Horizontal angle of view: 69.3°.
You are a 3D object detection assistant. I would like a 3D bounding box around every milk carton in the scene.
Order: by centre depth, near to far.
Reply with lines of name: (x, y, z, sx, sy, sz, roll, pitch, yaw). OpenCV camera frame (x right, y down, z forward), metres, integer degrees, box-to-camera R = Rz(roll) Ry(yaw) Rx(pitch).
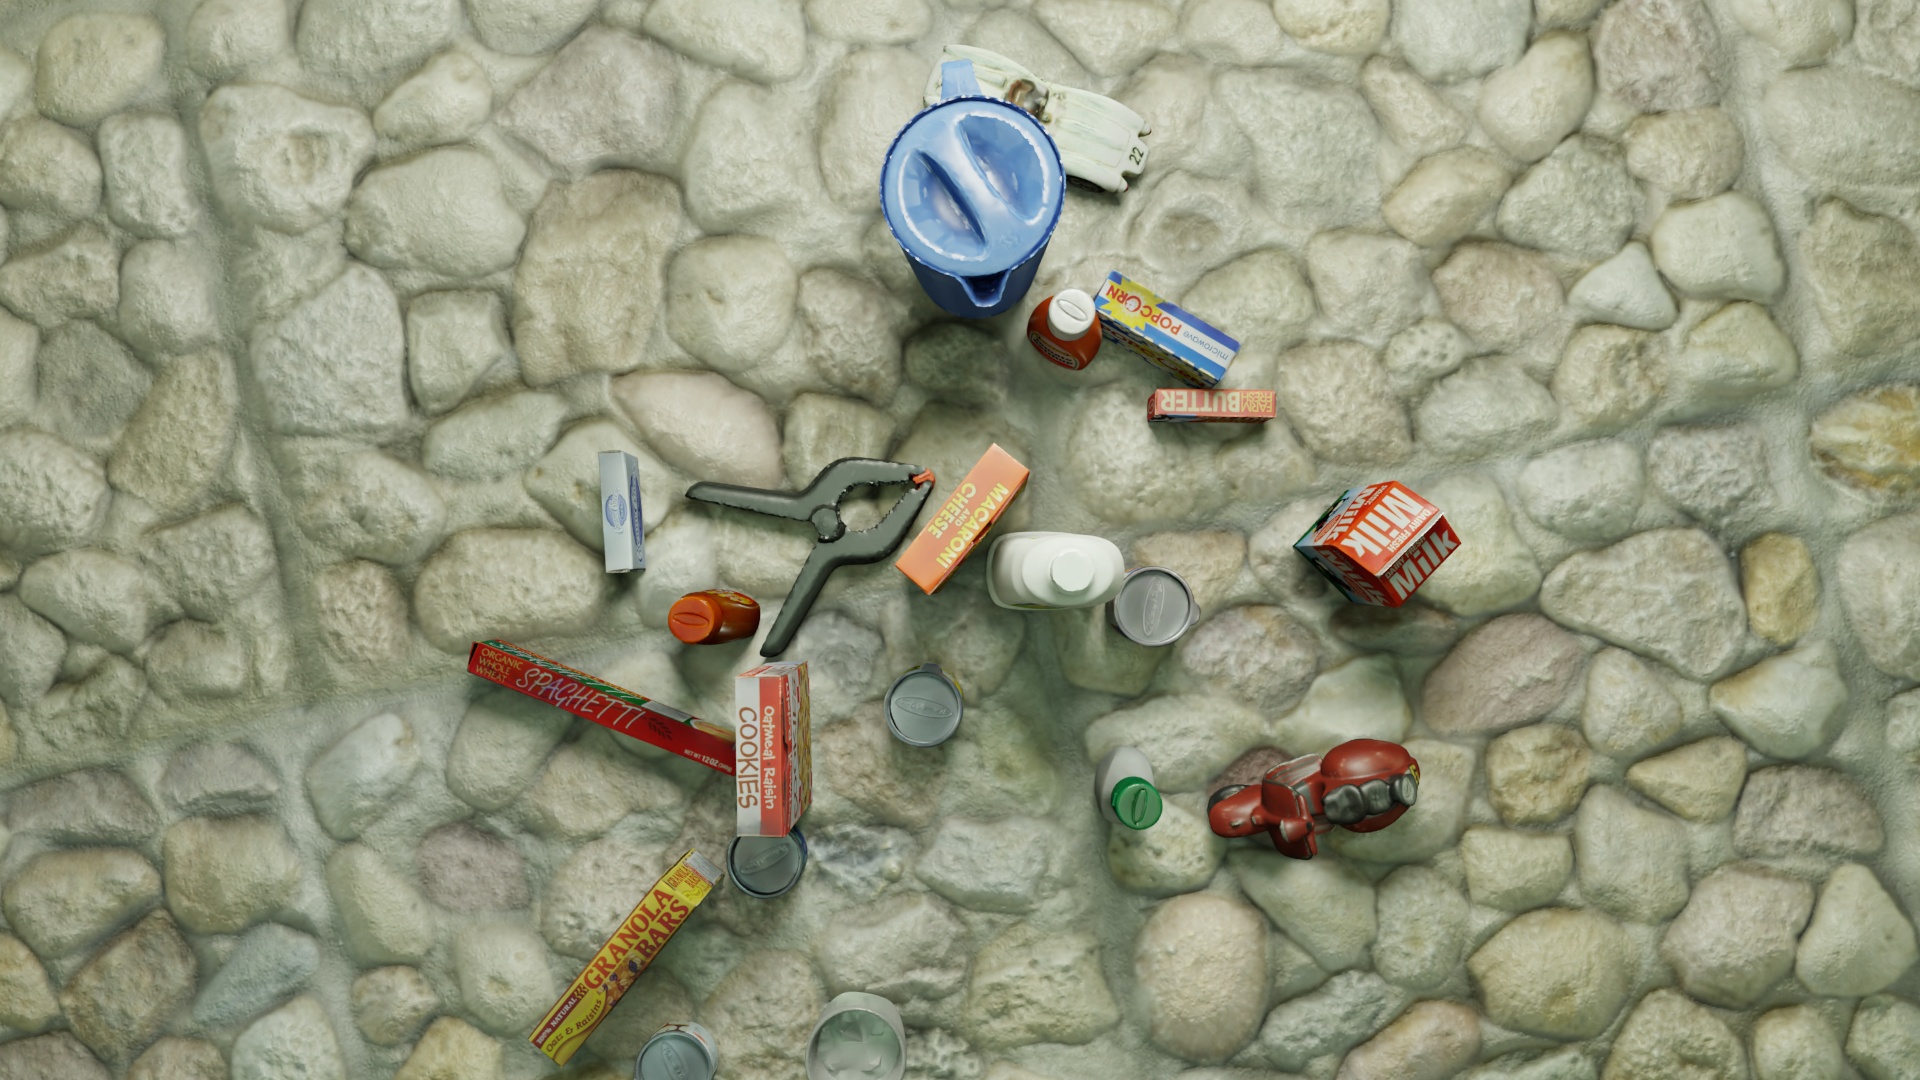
milk carton: (0.335, 0.003, 1.115, 0.073, 0.190, 0.072, 44, 90, 2)

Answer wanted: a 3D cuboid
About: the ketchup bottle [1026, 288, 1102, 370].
ketchup bottle: (0.088, -0.177, 1.145, 0.065, 0.149, 0.043, 33, 90, 2)

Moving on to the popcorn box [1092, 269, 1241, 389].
popcorn box: (0.169, -0.175, 1.176, 0.127, 0.085, 0.038, 30, 89, 2)

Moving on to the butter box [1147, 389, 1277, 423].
butter box: (0.214, -0.115, 1.189, 0.103, 0.053, 0.024, 1, 89, 1)

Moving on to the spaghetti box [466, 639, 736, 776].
spaghetti box: (-0.299, 0.141, 1.190, 0.250, 0.050, 0.028, 21, 89, 1)

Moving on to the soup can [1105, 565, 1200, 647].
soup can: (0.160, 0.055, 1.169, 0.071, 0.084, 0.071, 0, 89, 1)

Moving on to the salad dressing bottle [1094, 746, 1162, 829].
salad dressing bottle: (0.137, 0.205, 1.133, 0.044, 0.147, 0.064, 13, 89, 1)

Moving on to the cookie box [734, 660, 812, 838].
cookie box: (-0.149, 0.165, 1.128, 0.040, 0.167, 0.123, -2, 89, 1)

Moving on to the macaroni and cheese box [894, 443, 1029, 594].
macaroni and cheese box: (0.004, -0.014, 1.132, 0.040, 0.166, 0.123, 39, 89, 2)

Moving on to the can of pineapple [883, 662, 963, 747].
can of pineapple: (-0.029, 0.138, 1.182, 0.071, 0.058, 0.071, 0, 88, 1)

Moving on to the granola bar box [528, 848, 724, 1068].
granola bar box: (-0.272, 0.339, 1.146, 0.039, 0.124, 0.165, 40, 89, 2)

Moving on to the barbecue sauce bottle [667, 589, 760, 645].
barbecue sauce bottle: (-0.206, 0.063, 1.142, 0.065, 0.148, 0.043, 10, 89, 1)

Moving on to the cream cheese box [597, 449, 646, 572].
cream cheese box: (-0.290, -0.024, 1.193, 0.024, 0.053, 0.104, -5, 88, 1)

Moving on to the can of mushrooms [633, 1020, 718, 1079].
can of mushrooms: (-0.244, 0.448, 1.187, 0.071, 0.033, 0.071, 0, 88, 1)

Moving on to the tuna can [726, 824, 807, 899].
tuna can: (-0.167, 0.269, 1.192, 0.071, 0.033, 0.071, 0, 88, 1)
